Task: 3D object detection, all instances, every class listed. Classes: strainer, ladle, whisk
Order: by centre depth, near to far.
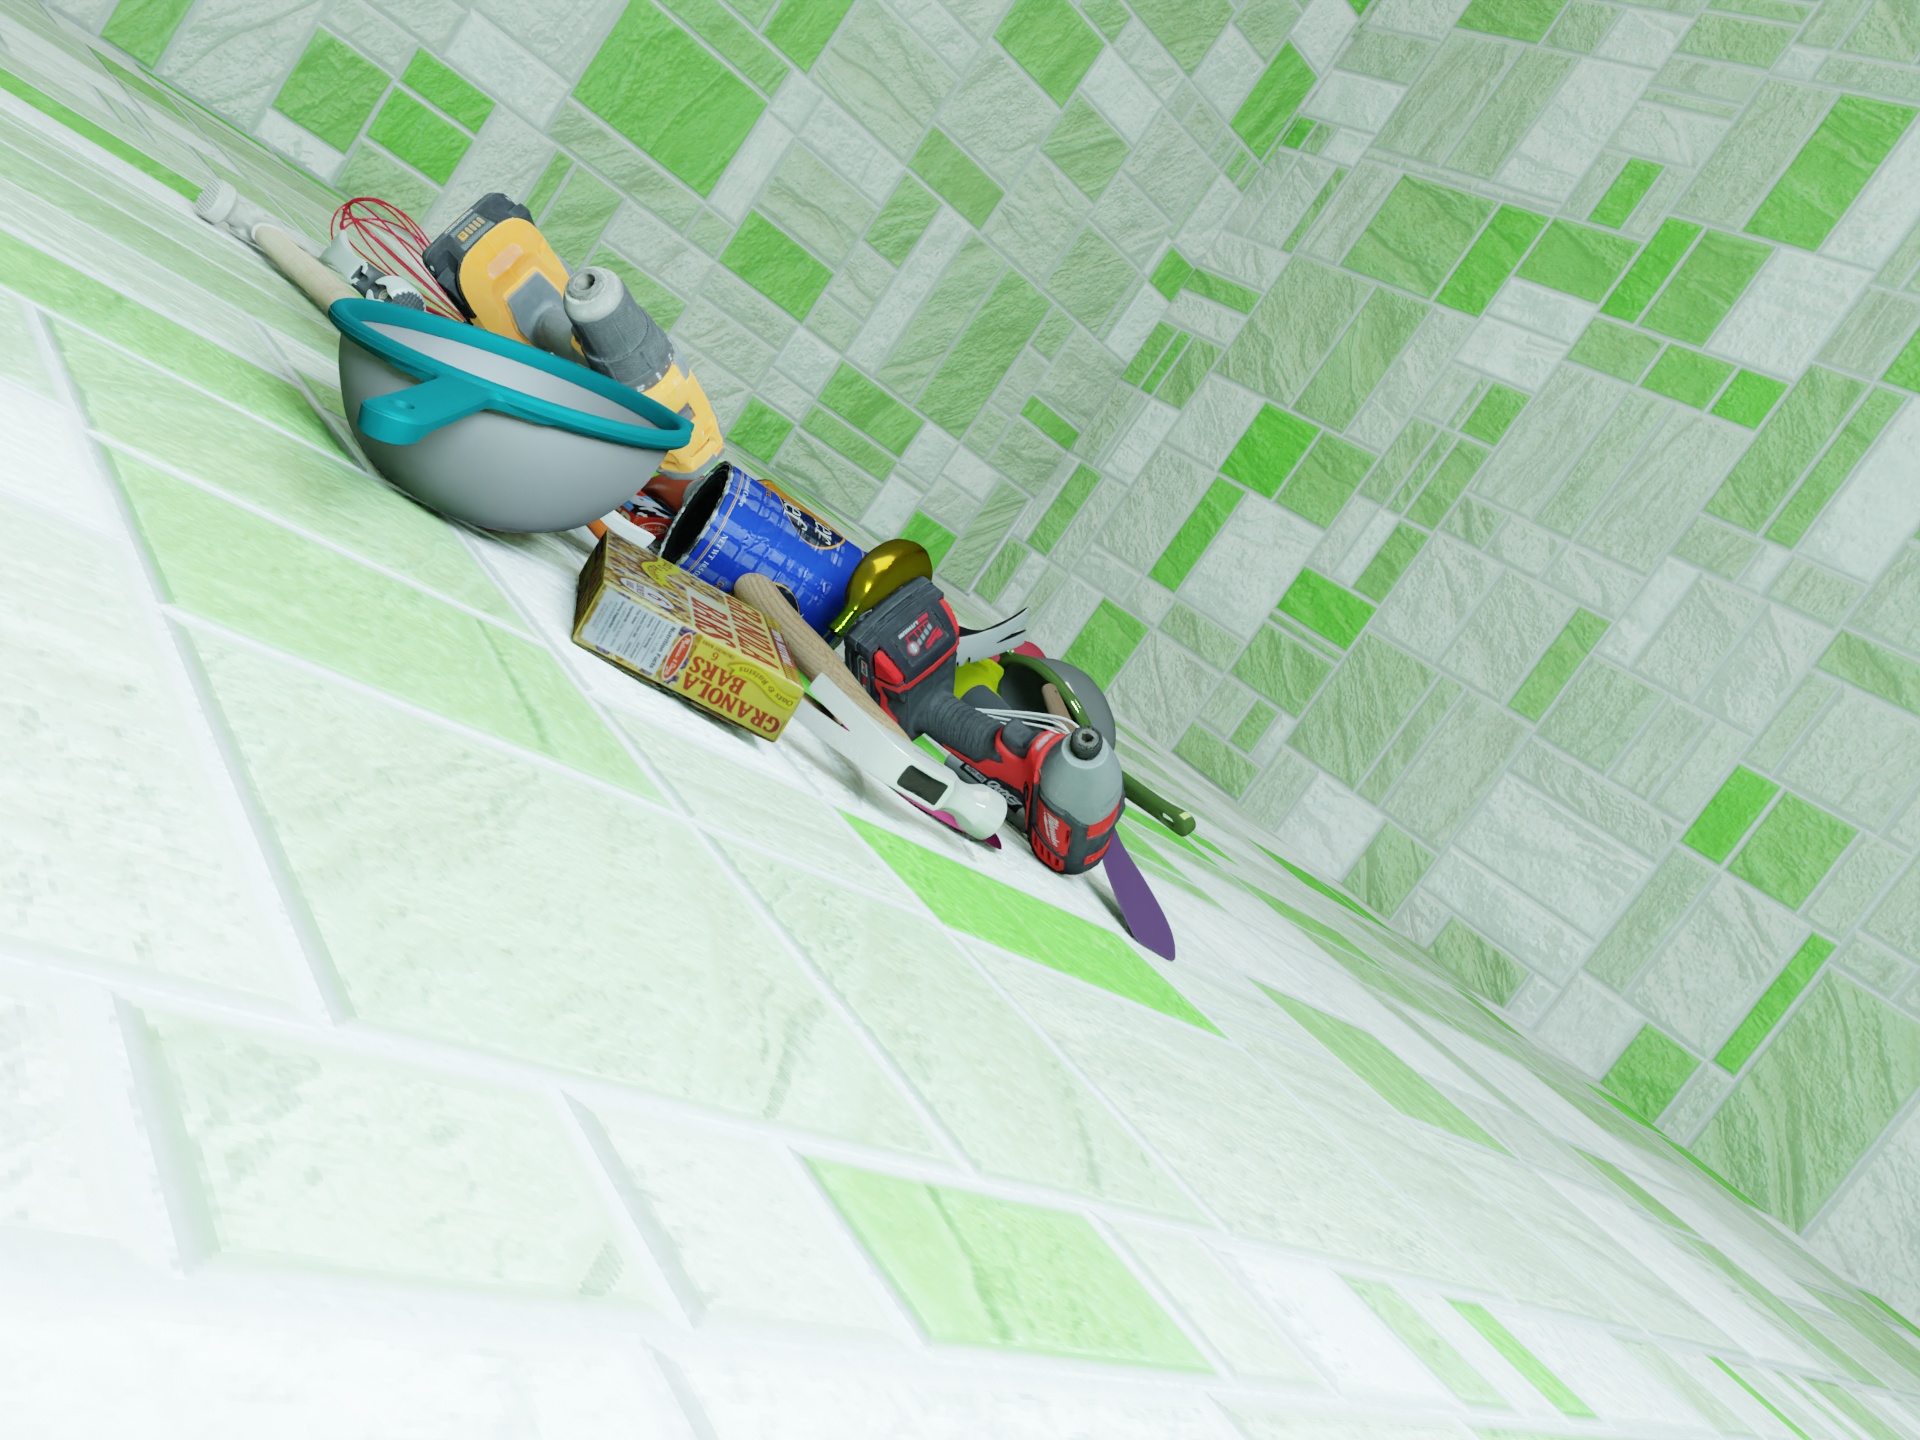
[{"bbox_3d":[-0.271,-0.147,0.871,0.211,0.095,0.340,21,15,-7],"label":"strainer"},{"bbox_3d":[-0.002,-0.004,1.244,0.246,0.058,0.059,22,-2,33],"label":"whisk"},{"bbox_3d":[-0.454,-0.368,1.427,0.296,0.073,0.073,42,7,6],"label":"whisk"},{"bbox_3d":[0.130,0.020,1.430,0.257,0.069,0.151,36,-35,37],"label":"strainer"},{"bbox_3d":[-0.040,-0.067,1.465,0.315,0.069,0.031,14,-2,-30],"label":"ladle"}]

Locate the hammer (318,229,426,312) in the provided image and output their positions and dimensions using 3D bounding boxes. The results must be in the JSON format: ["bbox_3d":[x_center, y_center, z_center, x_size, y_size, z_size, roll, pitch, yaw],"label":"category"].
[{"bbox_3d":[-0.364,-0.267,1.324,0.149,0.036,0.408,40,1,32],"label":"hammer"}]

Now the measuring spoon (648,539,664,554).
[{"bbox_3d":[-0.276,-0.165,1.342,0.034,0.018,0.124,6,32,-44],"label":"measuring spoon"}]

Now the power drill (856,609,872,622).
[{"bbox_3d":[-0.087,-0.104,1.570,0.226,0.084,0.164,38,5,-14],"label":"power drill"}]

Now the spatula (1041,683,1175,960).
[{"bbox_3d":[0.106,0.068,1.219,0.059,0.018,0.316,32,24,-32],"label":"spatula"}]

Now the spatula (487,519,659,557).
[{"bbox_3d":[-0.221,-0.100,1.096,0.081,0.041,0.322,41,5,36],"label":"spatula"}]

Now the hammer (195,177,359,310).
[{"bbox_3d":[-0.508,-0.343,1.342,0.411,0.038,0.146,40,7,36],"label":"hammer"}]

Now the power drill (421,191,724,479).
[{"bbox_3d":[-0.271,-0.277,1.095,0.226,0.084,0.185,38,-11,24],"label":"power drill"}]

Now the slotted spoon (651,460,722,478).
[{"bbox_3d":[-0.345,-0.260,1.470,0.313,0.070,0.031,23,32,-25],"label":"slotted spoon"}]

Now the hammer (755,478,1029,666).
[{"bbox_3d":[-0.086,-0.136,1.387,0.127,0.034,0.337,-18,39,-32],"label":"hammer"}]

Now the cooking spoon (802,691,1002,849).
[{"bbox_3d":[-0.101,-0.009,1.043,0.319,0.017,0.069,35,7,-6],"label":"cooking spoon"}]

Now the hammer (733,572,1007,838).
[{"bbox_3d":[-0.088,-0.031,1.047,0.130,0.031,0.332,32,7,-35],"label":"hammer"}]

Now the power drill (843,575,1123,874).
[{"bbox_3d":[0.021,0.004,1.115,0.220,0.078,0.143,39,-27,21],"label":"power drill"}]

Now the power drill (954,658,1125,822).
[{"bbox_3d":[0.026,0.005,1.359,0.223,0.080,0.171,43,10,36],"label":"power drill"}]

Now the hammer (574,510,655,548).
[{"bbox_3d":[-0.272,-0.197,1.222,0.128,0.033,0.331,51,9,-14],"label":"hammer"}]
